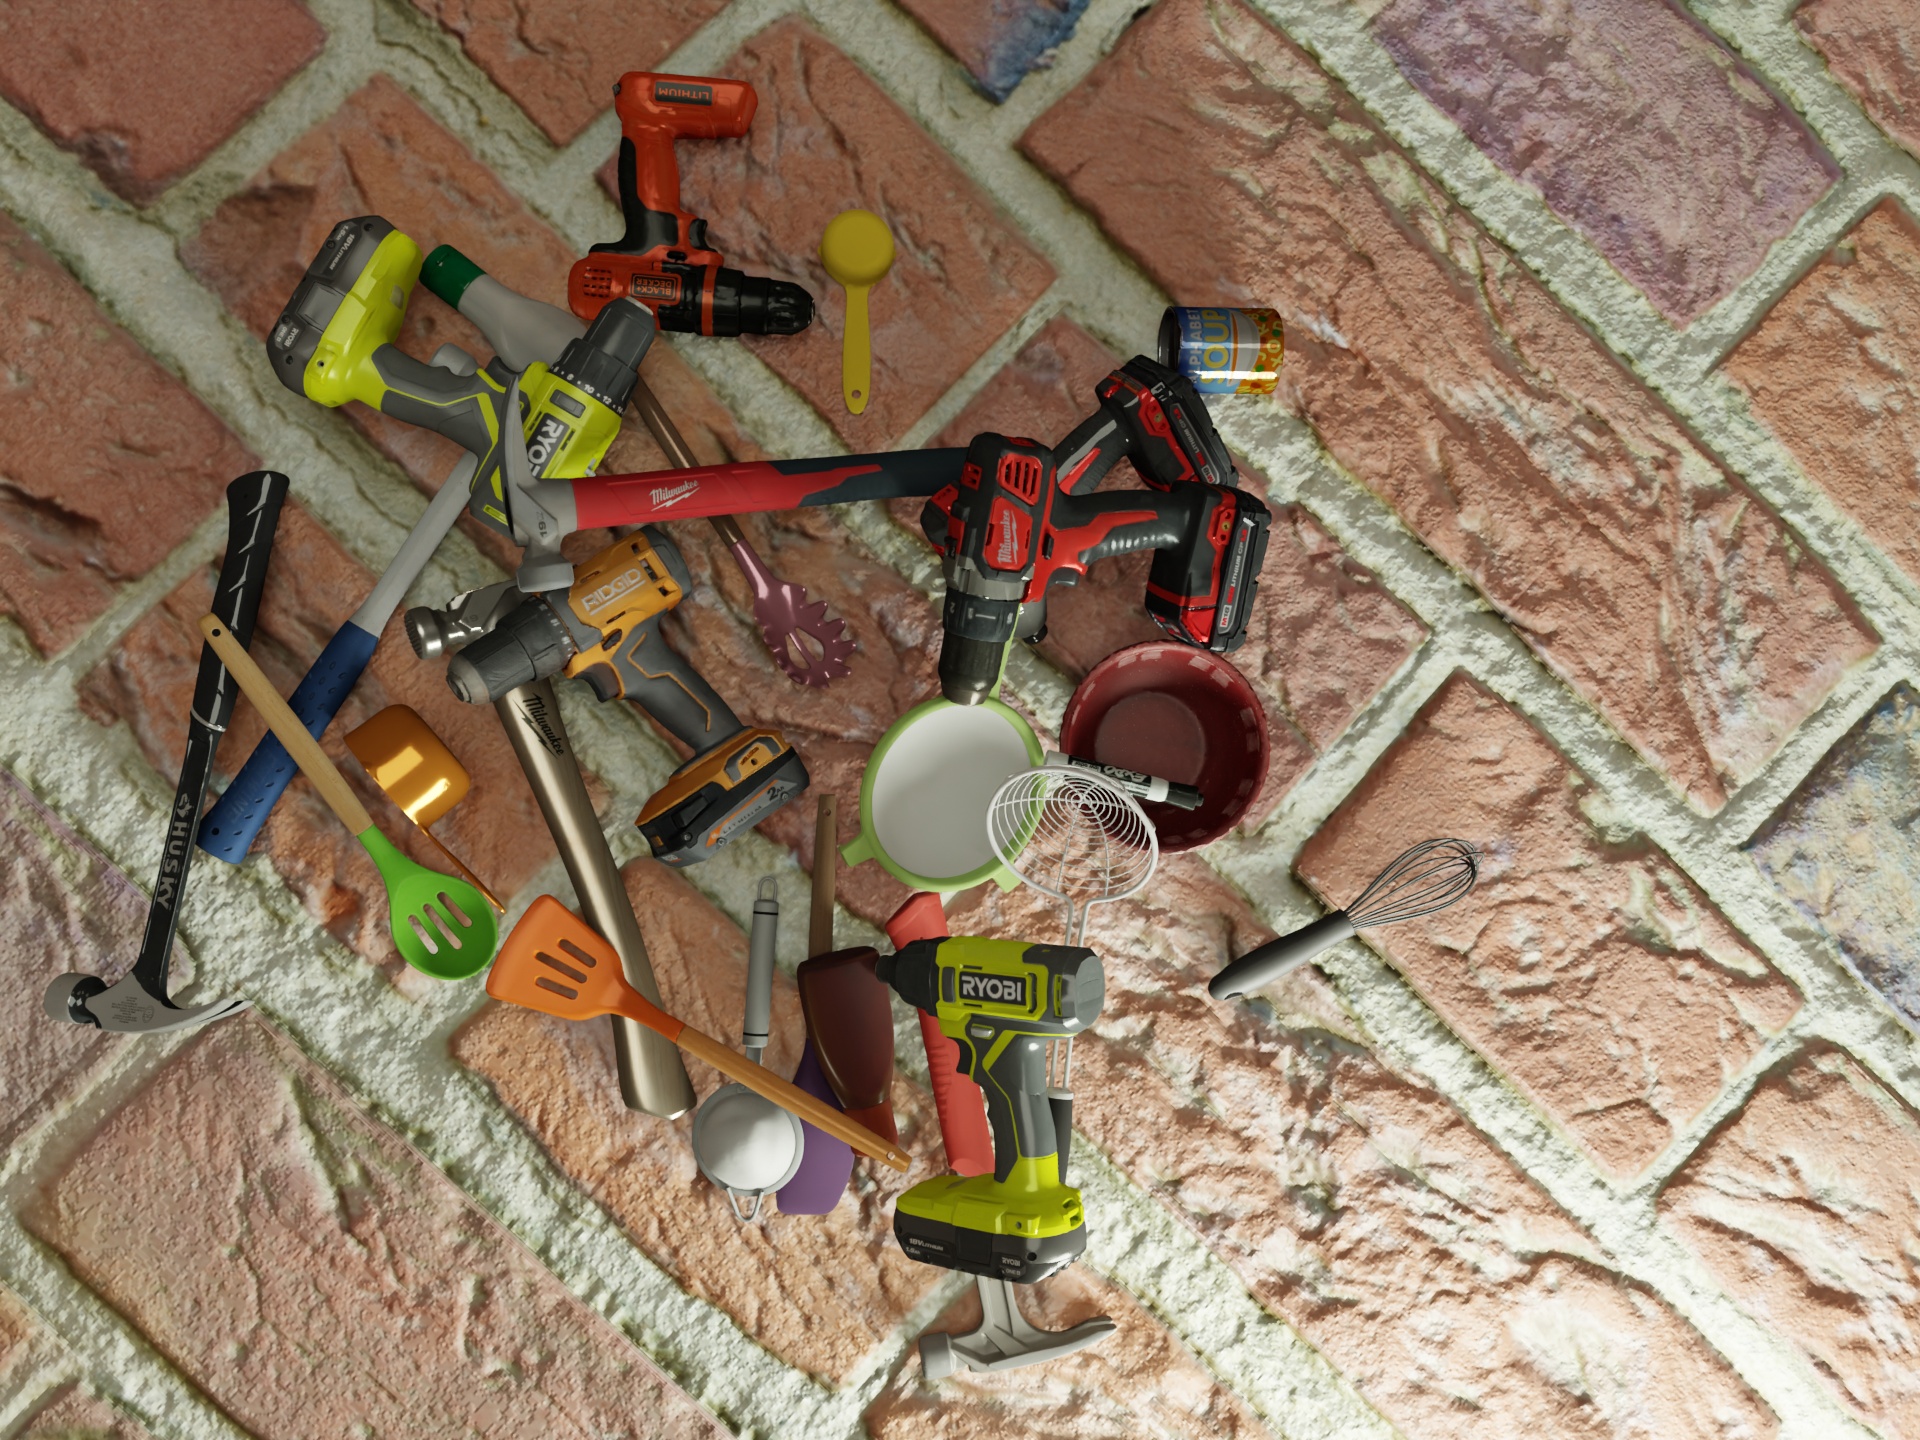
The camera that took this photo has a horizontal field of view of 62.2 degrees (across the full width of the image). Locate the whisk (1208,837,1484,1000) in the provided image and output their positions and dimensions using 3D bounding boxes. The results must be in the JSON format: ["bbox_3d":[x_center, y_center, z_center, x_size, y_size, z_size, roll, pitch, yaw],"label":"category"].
[{"bbox_3d":[0.298,0.156,1.229,0.239,0.055,0.055,-27,91,-3],"label":"whisk"}]

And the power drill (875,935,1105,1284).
[{"bbox_3d":[0.015,0.264,1.118,0.171,0.080,0.223,0,91,31],"label":"power drill"}]

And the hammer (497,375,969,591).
[{"bbox_3d":[-0.132,-0.185,1.142,0.386,0.038,0.143,-9,97,-24],"label":"hammer"}]

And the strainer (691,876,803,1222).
[{"bbox_3d":[-0.155,0.245,1.183,0.087,0.050,0.258,3,84,9],"label":"strainer"}]

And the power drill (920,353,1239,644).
[{"bbox_3d":[0.090,-0.160,1.192,0.219,0.079,0.143,-36,123,-3],"label":"power drill"}]

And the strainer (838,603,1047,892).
[{"bbox_3d":[-0.002,-0.004,1.176,0.151,0.069,0.256,12,96,-29],"label":"strainer"}]

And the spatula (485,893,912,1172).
[{"bbox_3d":[-0.177,0.232,1.116,0.322,0.041,0.081,28,78,8],"label":"spatula"}]

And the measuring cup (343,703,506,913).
[{"bbox_3d":[-0.364,0.060,1.135,0.052,0.095,0.174,-42,81,-14],"label":"measuring cup"}]

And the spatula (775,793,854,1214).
[{"bbox_3d":[-0.105,0.213,1.198,0.059,0.018,0.316,2,88,-9],"label":"spatula"}]

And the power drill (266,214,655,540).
[{"bbox_3d":[-0.346,-0.255,1.126,0.228,0.080,0.190,30,89,-3],"label":"power drill"}]

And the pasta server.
[{"bbox_3d":[-0.182,-0.158,1.197,0.060,0.040,0.316,-33,90,-18],"label":"pasta server"}]

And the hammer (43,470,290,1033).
[{"bbox_3d":[-0.535,0.018,1.128,0.149,0.036,0.409,5,79,17],"label":"hammer"}]

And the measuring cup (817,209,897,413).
[{"bbox_3d":[-0.079,-0.314,1.217,0.062,0.029,0.156,0,86,-6],"label":"measuring cup"}]

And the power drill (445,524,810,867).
[{"bbox_3d":[-0.236,-0.004,1.133,0.185,0.084,0.226,-36,98,-28],"label":"power drill"}]

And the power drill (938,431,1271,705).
[{"bbox_3d":[0.092,-0.096,1.121,0.226,0.080,0.188,5,105,-23],"label":"power drill"}]

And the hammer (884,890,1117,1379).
[{"bbox_3d":[0.012,0.305,1.197,0.149,0.037,0.359,-11,89,-6],"label":"hammer"}]

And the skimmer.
[{"bbox_3d":[0.067,0.212,1.142,0.127,0.090,0.363,6,90,18],"label":"skimmer"}]

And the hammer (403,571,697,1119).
[{"bbox_3d":[-0.268,0.093,1.169,0.146,0.038,0.410,-21,95,-28],"label":"hammer"}]

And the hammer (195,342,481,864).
[{"bbox_3d":[-0.428,-0.073,1.169,0.144,0.035,0.405,32,85,-3],"label":"hammer"}]

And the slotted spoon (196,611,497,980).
[{"bbox_3d":[-0.438,0.056,1.132,0.070,0.031,0.313,-39,107,-22],"label":"slotted spoon"}]
